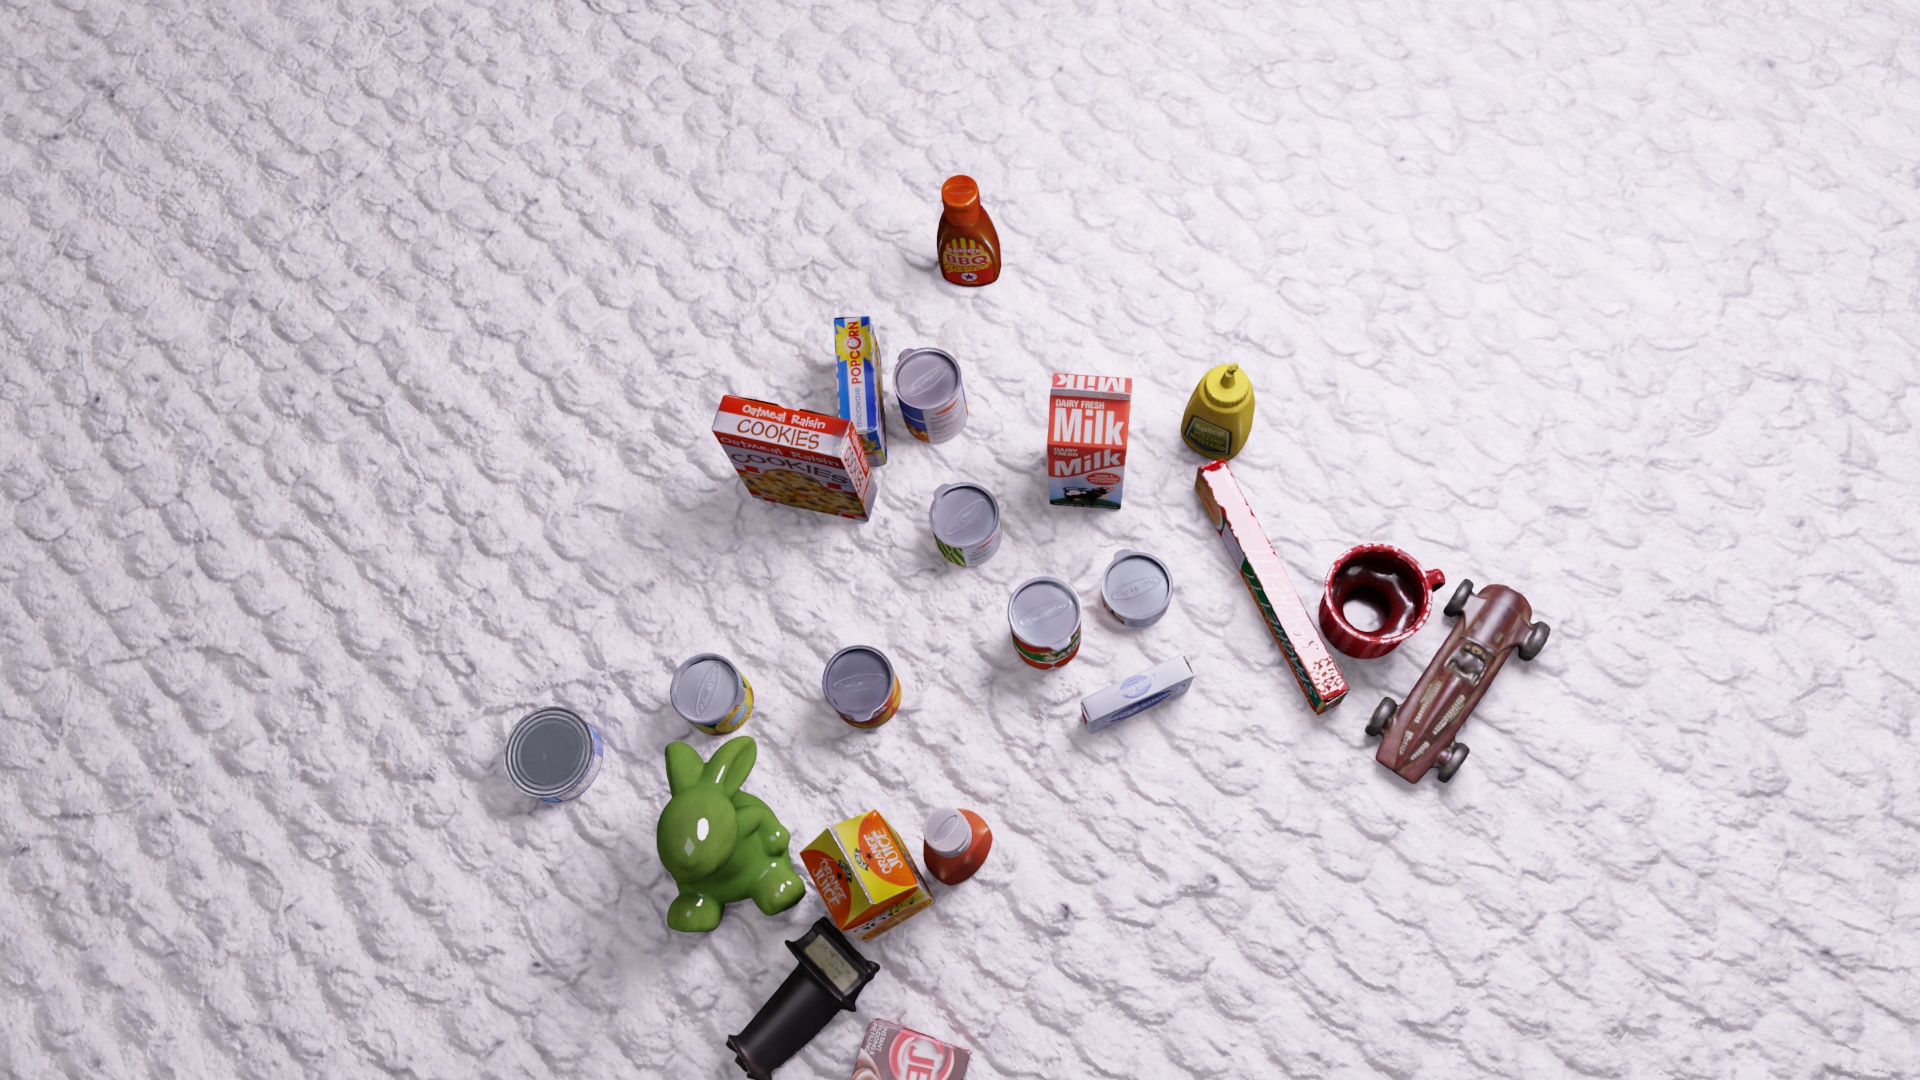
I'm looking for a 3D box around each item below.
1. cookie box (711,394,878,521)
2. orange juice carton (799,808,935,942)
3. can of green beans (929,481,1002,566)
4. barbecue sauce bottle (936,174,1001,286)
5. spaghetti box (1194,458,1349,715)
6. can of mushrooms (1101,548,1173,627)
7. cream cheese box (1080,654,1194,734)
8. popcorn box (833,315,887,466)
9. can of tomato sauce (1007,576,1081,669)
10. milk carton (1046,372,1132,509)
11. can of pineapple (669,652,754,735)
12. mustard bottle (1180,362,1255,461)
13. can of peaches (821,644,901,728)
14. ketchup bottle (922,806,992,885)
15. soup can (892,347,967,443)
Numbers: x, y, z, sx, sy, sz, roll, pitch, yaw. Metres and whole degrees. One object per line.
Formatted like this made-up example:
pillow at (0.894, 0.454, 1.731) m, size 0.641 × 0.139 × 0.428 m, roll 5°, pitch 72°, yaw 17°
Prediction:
cookie box at (-0.151, -0.075, 1.299) m, size 0.123 × 0.167 × 0.040 m, roll 12°, pitch 72°, yaw 9°
orange juice carton at (-0.077, 0.278, 1.149) m, size 0.073 × 0.192 × 0.072 m, roll -30°, pitch 70°, yaw -6°
can of green beans at (0.006, -0.015, 1.321) m, size 0.071 × 0.057 × 0.071 m, roll -2°, pitch 70°, yaw 4°
barbecue sauce bottle at (0.005, -0.307, 1.381) m, size 0.065 × 0.148 × 0.044 m, roll 3°, pitch 71°, yaw 6°
spaghetti box at (0.284, 0.041, 1.281) m, size 0.029 × 0.050 × 0.251 m, roll -23°, pitch 70°, yaw -3°
can of mushrooms at (0.164, 0.044, 1.299) m, size 0.071 × 0.033 × 0.071 m, roll -2°, pitch 70°, yaw 4°
cream cheese box at (0.158, 0.139, 1.254) m, size 0.104 × 0.053 × 0.024 m, roll -24°, pitch 70°, yaw -4°
popcorn box at (-0.098, -0.145, 1.364) m, size 0.038 × 0.085 × 0.127 m, roll -6°, pitch 70°, yaw 3°
can of tomato sauce at (0.079, 0.078, 1.267) m, size 0.071 × 0.083 × 0.071 m, roll -2°, pitch 70°, yaw 5°
milk carton at (0.118, -0.096, 1.271) m, size 0.072 × 0.190 × 0.073 m, roll 4°, pitch 71°, yaw 6°
can of pineapple at (-0.227, 0.144, 1.283) m, size 0.071 × 0.057 × 0.071 m, roll -2°, pitch 70°, yaw 4°
mustard bottle at (0.241, -0.125, 1.287) m, size 0.065 × 0.159 × 0.049 m, roll 25°, pitch 74°, yaw 13°
can of peaches at (-0.089, 0.137, 1.273) m, size 0.071 × 0.058 × 0.071 m, roll -2°, pitch 70°, yaw 4°
ketchup bottle at (-0.005, 0.255, 1.174) m, size 0.043 × 0.148 × 0.065 m, roll 39°, pitch 78°, yaw 16°
soup can at (-0.030, -0.143, 1.358) m, size 0.071 × 0.083 × 0.071 m, roll -2°, pitch 70°, yaw 5°
